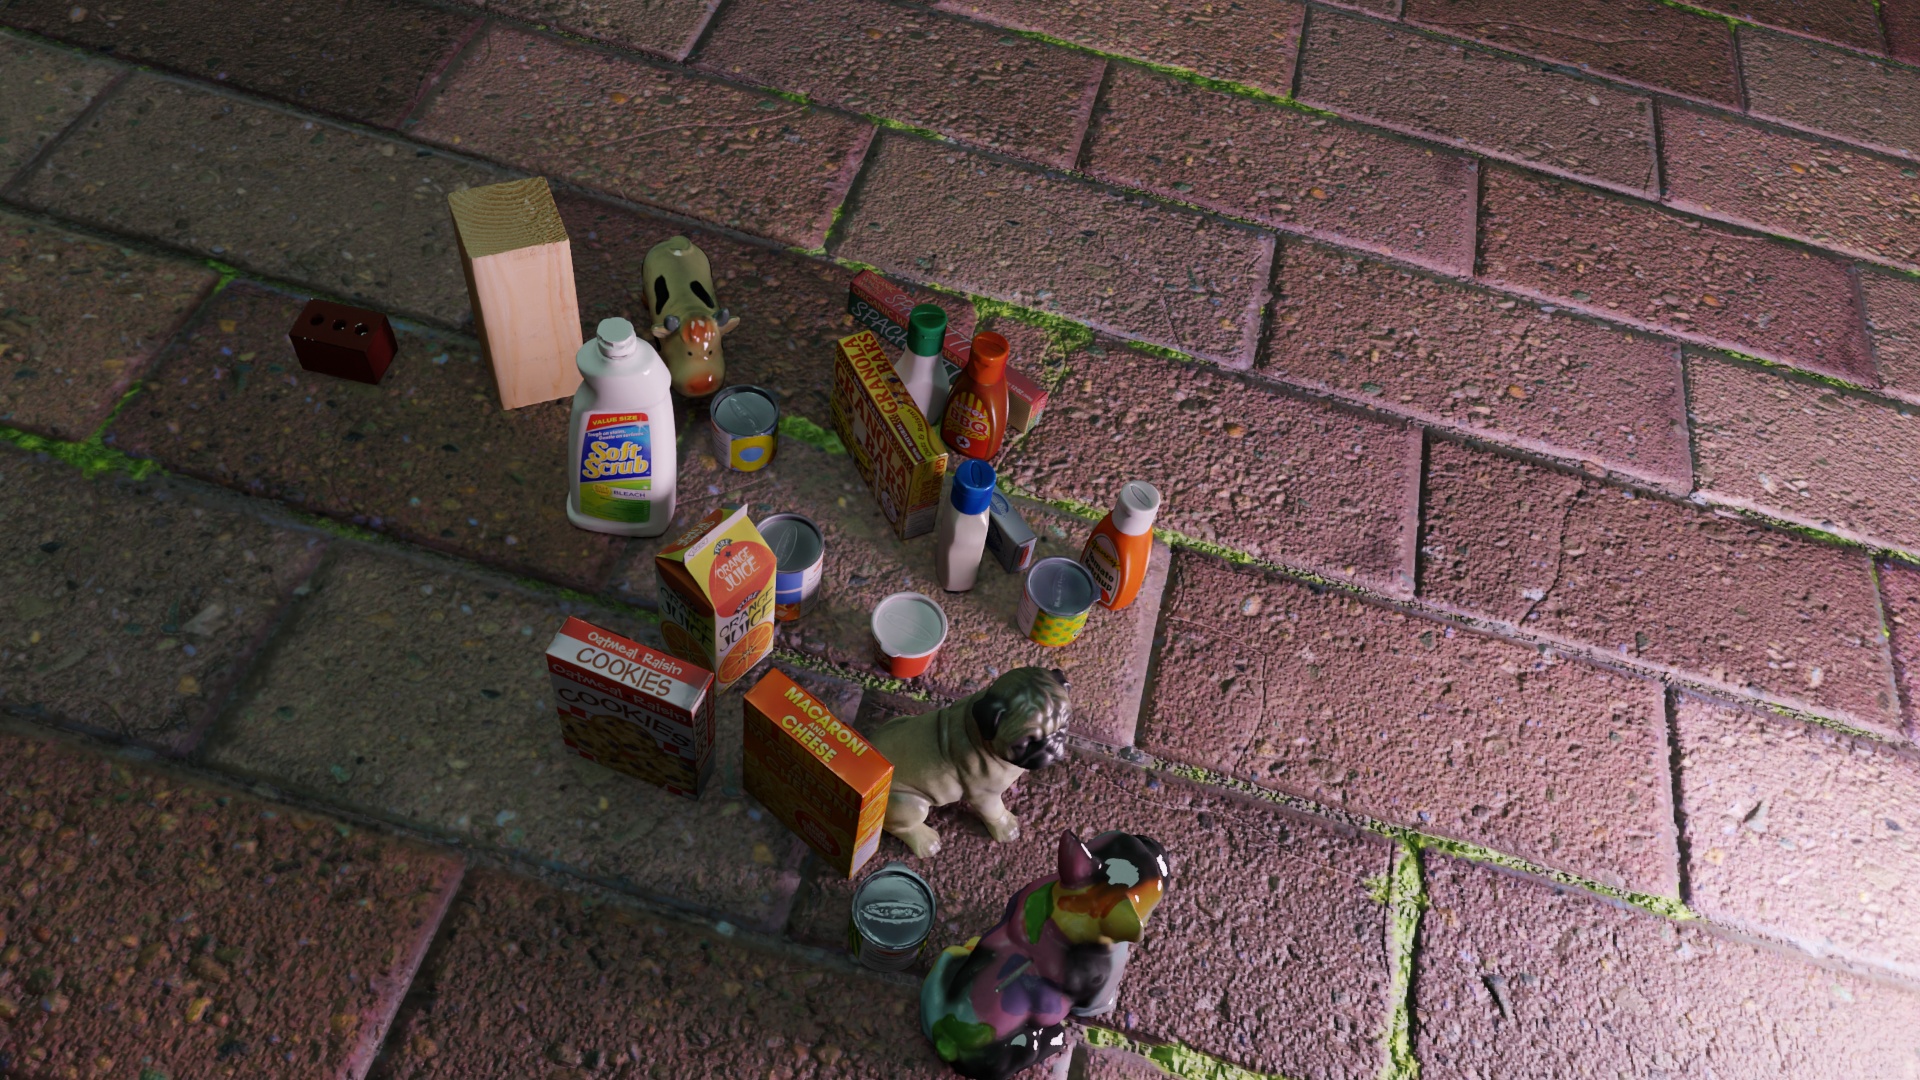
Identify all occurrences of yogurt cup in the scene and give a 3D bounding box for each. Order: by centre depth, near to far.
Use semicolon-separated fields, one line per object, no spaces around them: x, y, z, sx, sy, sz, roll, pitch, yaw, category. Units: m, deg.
-0.049;0.087;1.249;0.072;0.053;0.073;4;55;-6;yogurt cup

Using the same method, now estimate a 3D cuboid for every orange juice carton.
-0.205;0.044;1.169;0.073;0.191;0.072;38;58;17;orange juice carton

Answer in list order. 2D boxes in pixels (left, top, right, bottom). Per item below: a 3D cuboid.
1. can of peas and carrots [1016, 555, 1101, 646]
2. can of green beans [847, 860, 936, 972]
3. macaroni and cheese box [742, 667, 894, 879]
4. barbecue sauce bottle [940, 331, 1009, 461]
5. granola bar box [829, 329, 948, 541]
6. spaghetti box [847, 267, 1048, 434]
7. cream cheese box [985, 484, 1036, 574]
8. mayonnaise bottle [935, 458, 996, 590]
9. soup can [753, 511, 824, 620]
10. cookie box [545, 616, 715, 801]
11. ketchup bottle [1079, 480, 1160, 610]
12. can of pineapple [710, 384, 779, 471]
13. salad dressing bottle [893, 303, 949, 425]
0.091;0.057;1.291;0.071;0.058;0.071;4;55;-6;can of peas and carrots
-0.055;0.300;1.096;0.071;0.057;0.071;4;55;-6;can of green beans
-0.116;0.186;1.099;0.124;0.165;0.040;37;58;16;macaroni and cheese box
0.019;-0.143;1.365;0.065;0.147;0.044;28;56;11;barbecue sauce bottle
-0.073;-0.100;1.334;0.039;0.123;0.166;-20;61;-21;granola bar box
-0.018;-0.201;1.460;0.250;0.050;0.029;36;57;16;spaghetti box
0.032;-0.022;1.340;0.024;0.053;0.104;-25;62;-24;cream cheese box
0.005;-0.016;1.273;0.041;0.147;0.065;-1;56;-10;mayonnaise bottle
-0.161;0.024;1.257;0.071;0.083;0.072;4;55;-6;soup can
-0.259;0.137;1.110;0.123;0.166;0.040;21;55;5;cookie box
0.150;0.002;1.285;0.044;0.148;0.065;-27;63;-25;ketchup bottle
-0.209;-0.110;1.359;0.071;0.057;0.071;4;55;-6;can of pineapple
-0.039;-0.171;1.376;0.064;0.146;0.044;0;55;-9;salad dressing bottle
